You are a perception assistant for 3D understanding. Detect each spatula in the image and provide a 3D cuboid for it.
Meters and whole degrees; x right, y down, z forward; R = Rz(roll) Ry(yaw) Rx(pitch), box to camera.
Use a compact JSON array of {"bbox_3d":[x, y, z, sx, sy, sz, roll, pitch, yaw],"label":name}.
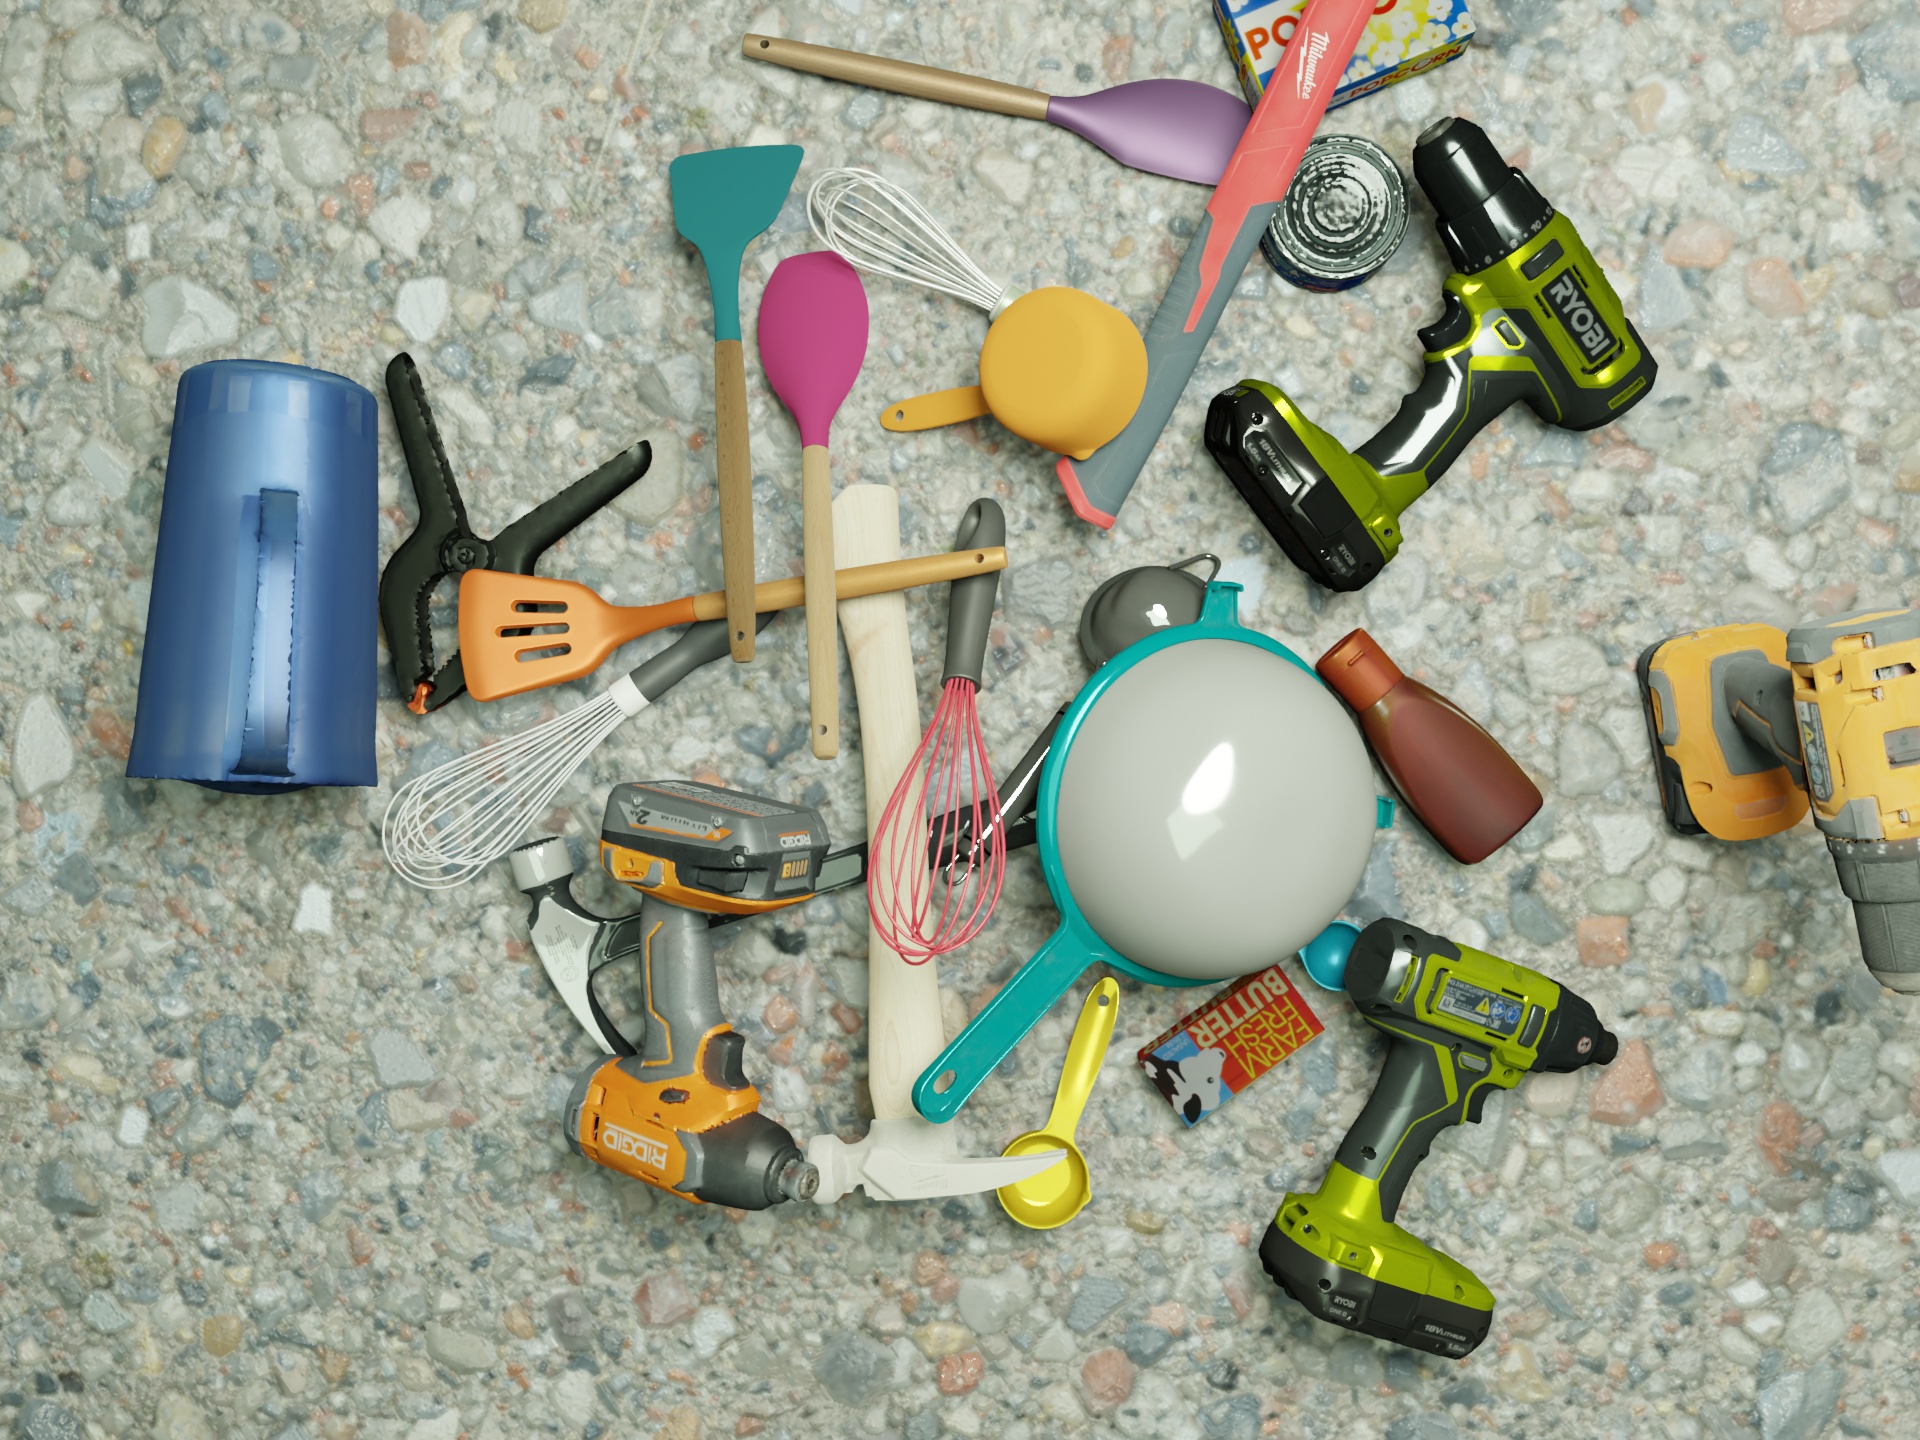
[{"bbox_3d":[-0.133,-0.070,0.918,0.322,0.041,0.081,-9,80,11],"label":"spatula"},{"bbox_3d":[-0.128,-0.189,0.919,0.082,0.044,0.317,-3,84,6],"label":"spatula"},{"bbox_3d":[0.027,-0.369,0.939,0.316,0.018,0.060,11,87,0],"label":"spatula"}]

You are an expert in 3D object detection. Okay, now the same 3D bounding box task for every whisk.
[{"bbox_3d":[0.017,-0.251,0.935,0.246,0.059,0.058,31,67,-3],"label":"whisk"},{"bbox_3d":[-0.226,0.003,0.957,0.284,0.070,0.070,-36,91,-1],"label":"whisk"},{"bbox_3d":[-0.001,-0.003,0.887,0.073,0.073,0.296,6,61,2],"label":"whisk"}]

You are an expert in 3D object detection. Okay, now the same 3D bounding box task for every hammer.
[{"bbox_3d":[0.171,-0.279,0.886,0.143,0.038,0.386,27,100,9],"label":"hammer"},{"bbox_3d":[-0.060,0.092,0.963,0.409,0.036,0.149,-16,94,3],"label":"hammer"},{"bbox_3d":[-0.028,0.064,0.922,0.146,0.038,0.411,-5,82,1],"label":"hammer"}]

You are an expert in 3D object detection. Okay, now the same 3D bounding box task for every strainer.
[{"bbox_3d":[0.070,-0.008,0.910,0.087,0.050,0.258,32,77,27],"label":"strainer"},{"bbox_3d":[0.110,0.097,0.858,0.340,0.095,0.210,-45,111,-15],"label":"strainer"}]

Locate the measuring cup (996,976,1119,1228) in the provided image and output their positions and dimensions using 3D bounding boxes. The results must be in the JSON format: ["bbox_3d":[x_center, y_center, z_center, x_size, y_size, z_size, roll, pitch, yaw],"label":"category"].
[{"bbox_3d":[0.066,0.232,0.976,0.062,0.029,0.156,20,82,1],"label":"measuring cup"}]

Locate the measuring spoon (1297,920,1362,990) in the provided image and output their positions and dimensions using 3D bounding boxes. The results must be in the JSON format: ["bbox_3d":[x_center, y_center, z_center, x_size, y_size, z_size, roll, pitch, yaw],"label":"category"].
[{"bbox_3d":[0.188,0.124,0.966,0.128,0.021,0.042,25,82,10],"label":"measuring spoon"}]

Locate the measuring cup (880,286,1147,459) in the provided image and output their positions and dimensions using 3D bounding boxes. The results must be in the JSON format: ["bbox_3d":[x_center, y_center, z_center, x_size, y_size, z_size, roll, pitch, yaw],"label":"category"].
[{"bbox_3d":[0.017,-0.191,0.902,0.173,0.052,0.095,-7,84,28],"label":"measuring cup"}]

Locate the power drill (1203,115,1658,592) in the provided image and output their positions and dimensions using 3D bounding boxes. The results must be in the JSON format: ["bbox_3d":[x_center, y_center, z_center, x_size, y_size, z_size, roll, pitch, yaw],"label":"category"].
[{"bbox_3d":[0.254,-0.202,0.897,0.228,0.080,0.190,-39,105,4],"label":"power drill"}]

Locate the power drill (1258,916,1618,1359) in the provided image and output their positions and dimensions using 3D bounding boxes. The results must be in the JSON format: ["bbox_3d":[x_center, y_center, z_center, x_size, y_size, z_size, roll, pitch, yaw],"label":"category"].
[{"bbox_3d":[0.281,0.245,0.931,0.171,0.080,0.223,21,91,-14],"label":"power drill"}]

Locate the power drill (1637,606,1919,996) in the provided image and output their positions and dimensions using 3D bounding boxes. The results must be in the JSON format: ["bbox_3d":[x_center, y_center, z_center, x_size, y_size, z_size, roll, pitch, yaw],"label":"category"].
[{"bbox_3d":[0.447,0.034,0.840,0.084,0.226,0.185,-12,93,3],"label":"power drill"}]

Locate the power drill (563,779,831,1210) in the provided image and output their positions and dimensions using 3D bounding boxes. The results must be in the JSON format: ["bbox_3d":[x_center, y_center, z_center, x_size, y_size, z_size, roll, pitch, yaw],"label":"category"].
[{"bbox_3d":[-0.137,0.157,0.888,0.164,0.084,0.226,11,96,32],"label":"power drill"}]

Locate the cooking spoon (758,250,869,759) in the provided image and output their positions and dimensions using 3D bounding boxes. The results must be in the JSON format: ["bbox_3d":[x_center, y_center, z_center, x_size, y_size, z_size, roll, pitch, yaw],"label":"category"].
[{"bbox_3d":[-0.082,-0.131,0.907,0.069,0.017,0.319,-7,72,9],"label":"cooking spoon"}]
